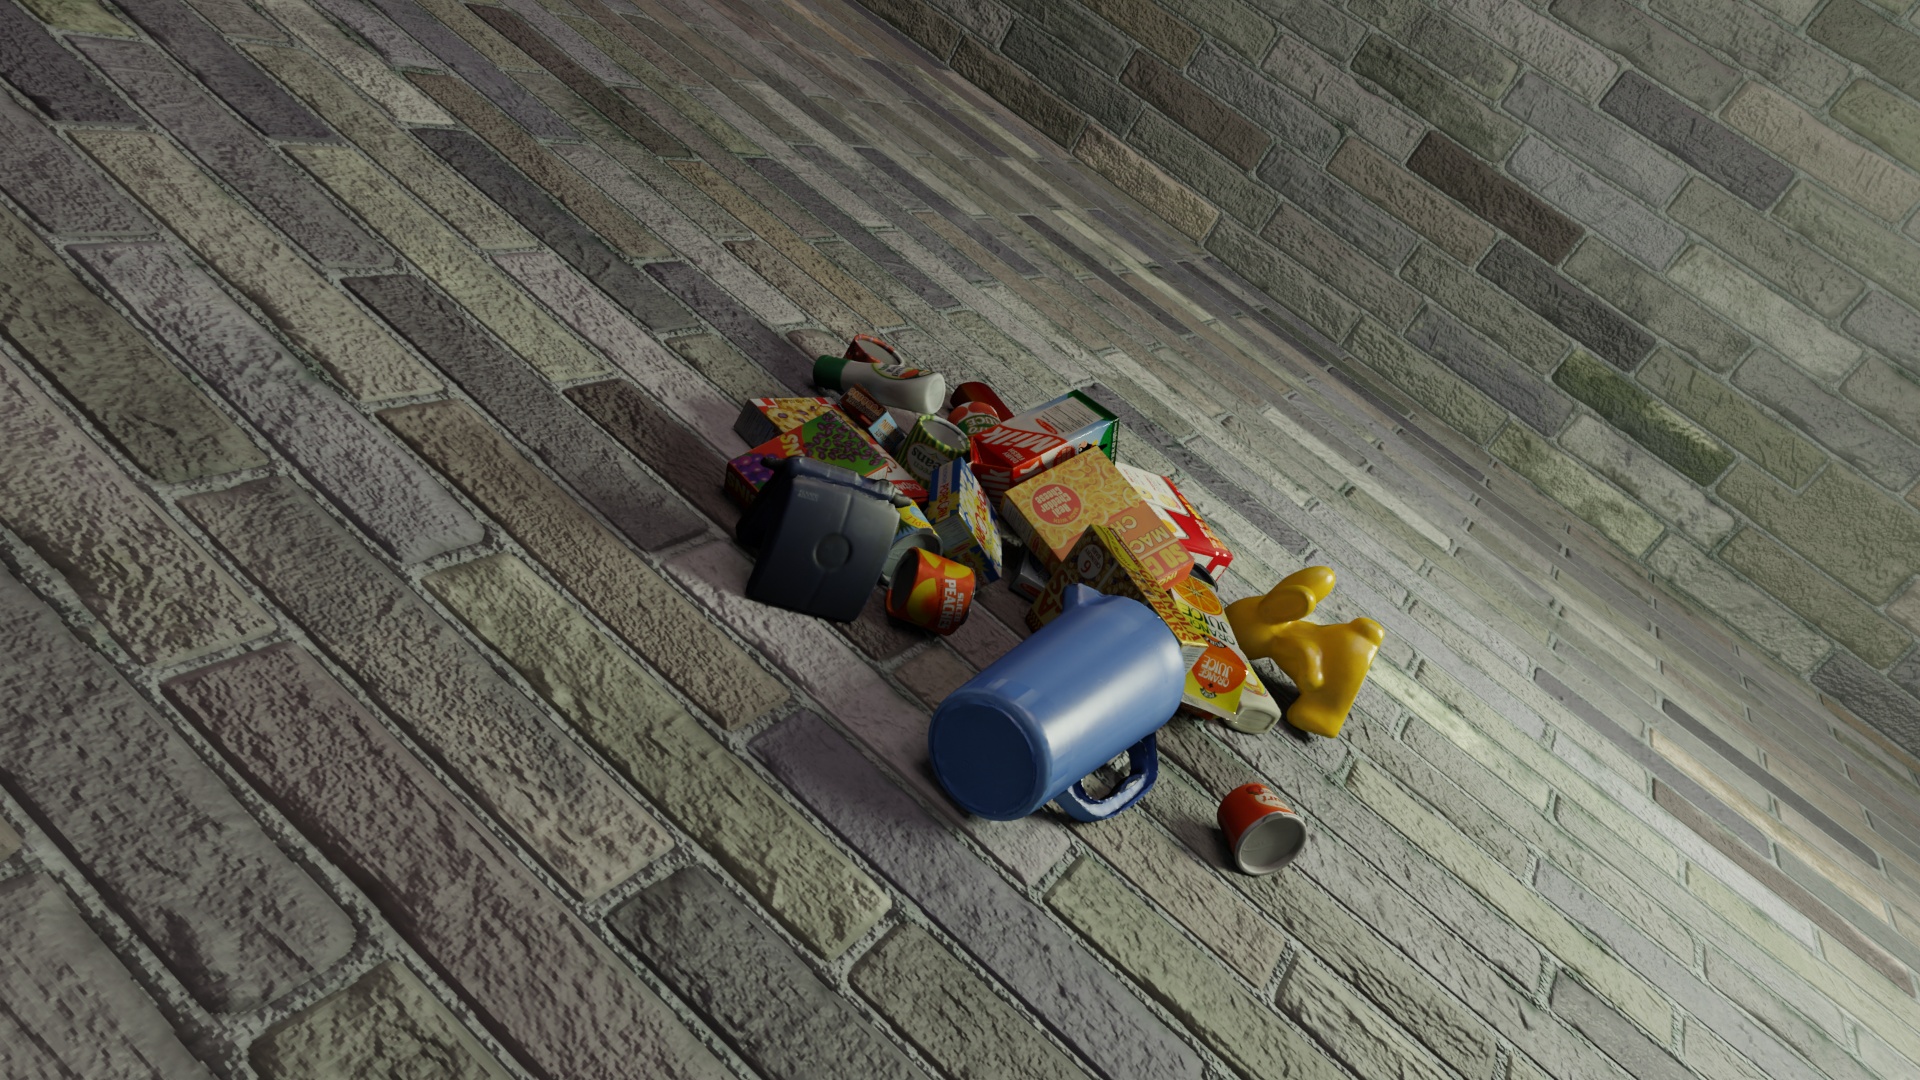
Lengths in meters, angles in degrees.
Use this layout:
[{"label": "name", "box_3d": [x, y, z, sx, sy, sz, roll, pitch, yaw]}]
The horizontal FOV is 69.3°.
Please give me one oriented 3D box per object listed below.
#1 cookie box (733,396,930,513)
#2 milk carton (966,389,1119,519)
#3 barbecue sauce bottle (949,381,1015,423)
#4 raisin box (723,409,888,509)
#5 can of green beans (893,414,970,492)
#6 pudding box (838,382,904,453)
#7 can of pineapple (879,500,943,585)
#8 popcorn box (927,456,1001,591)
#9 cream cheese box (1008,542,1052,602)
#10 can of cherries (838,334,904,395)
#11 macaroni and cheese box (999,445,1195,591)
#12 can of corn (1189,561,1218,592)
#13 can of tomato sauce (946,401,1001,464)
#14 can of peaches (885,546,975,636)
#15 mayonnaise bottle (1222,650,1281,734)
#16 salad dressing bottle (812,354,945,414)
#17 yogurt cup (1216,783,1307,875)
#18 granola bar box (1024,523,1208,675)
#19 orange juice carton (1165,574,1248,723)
[{"label": "cookie box", "box_3d": [-0.124, -0.077, 1.372, 0.168, 0.040, 0.123, 44, 28, 23]}, {"label": "milk carton", "box_3d": [0.075, -0.086, 1.487, 0.191, 0.072, 0.073, -26, 47, -29]}, {"label": "barbecue sauce bottle", "box_3d": [0.049, -0.130, 1.658, 0.065, 0.043, 0.149, 5, 38, -45]}, {"label": "raisin box", "box_3d": [-0.140, -0.059, 1.269, 0.124, 0.039, 0.086, -31, 64, -34]}, {"label": "can of green beans", "box_3d": [-0.030, -0.093, 1.487, 0.071, 0.057, 0.071, 26, 26, -14]}, {"label": "pudding box", "box_3d": [-0.093, -0.128, 1.465, 0.050, 0.030, 0.083, 44, -5, 19]}, {"label": "can of pineapple", "box_3d": [-0.056, -0.002, 1.283, 0.071, 0.070, 0.058, 8, 35, -41]}, {"label": "popcorn box", "box_3d": [0.005, -0.017, 1.375, 0.085, 0.038, 0.127, 58, 16, -24]}, {"label": "cream cheese box", "box_3d": [0.084, 0.032, 1.434, 0.053, 0.024, 0.104, 32, 26, -6]}, {"label": "can of cherries", "box_3d": [-0.107, -0.193, 1.575, 0.071, 0.058, 0.072, 27, 26, -14]}, {"label": "macaroni and cheese box", "box_3d": [0.138, -0.006, 1.414, 0.124, 0.040, 0.167, -27, 64, -24]}, {"label": "can of corn", "box_3d": [0.241, 0.057, 1.530, 0.071, 0.058, 0.071, 26, 26, -14]}, {"label": "can of tomato sauce", "box_3d": [0.022, -0.110, 1.561, 0.071, 0.071, 0.083, 19, 28, -27]}, {"label": "can of peaches", "box_3d": [-0.027, 0.046, 1.235, 0.058, 0.071, 0.071, 22, 27, -21]}, {"label": "mayonnaise bottle", "box_3d": [0.278, 0.137, 1.451, 0.065, 0.041, 0.149, 17, 30, -27]}, {"label": "salad dressing bottle", "box_3d": [-0.090, -0.172, 1.507, 0.148, 0.043, 0.064, 14, 24, 25]}, {"label": "yogurt cup", "box_3d": [0.259, 0.249, 1.209, 0.072, 0.072, 0.054, 19, 21, -27]}, {"label": "granola bar box", "box_3d": [0.140, 0.084, 1.291, 0.039, 0.123, 0.166, 9, 34, -40]}, {"label": "orange juice carton", "box_3d": [0.230, 0.112, 1.404, 0.072, 0.072, 0.193, 25, 27, -19]}]
